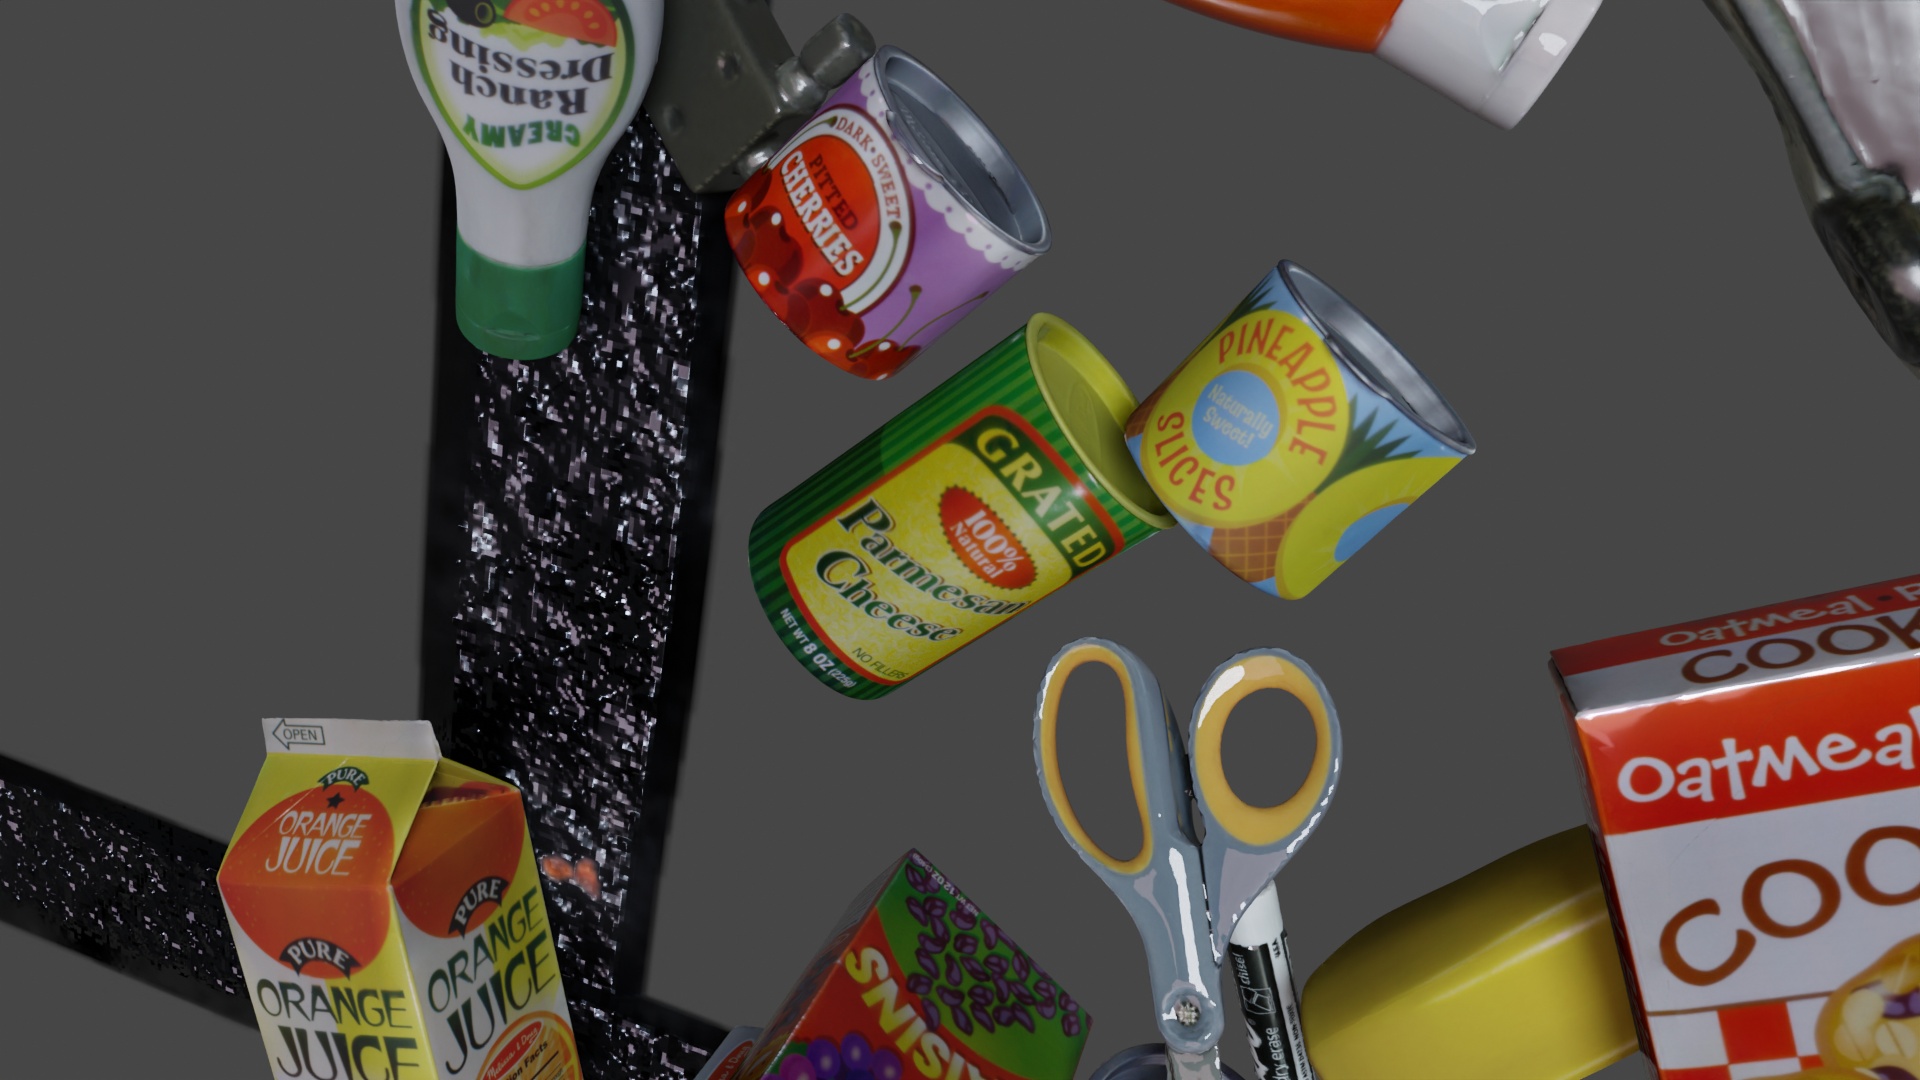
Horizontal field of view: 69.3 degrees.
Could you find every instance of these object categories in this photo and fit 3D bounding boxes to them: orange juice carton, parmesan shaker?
[{"bbox_3d":[-0.196,0.152,0.493,0.072,0.073,0.192,-2,106,19],"label":"orange juice carton"},{"bbox_3d":[0.001,-0.005,0.385,0.103,0.071,0.071,-33,95,24],"label":"parmesan shaker"}]

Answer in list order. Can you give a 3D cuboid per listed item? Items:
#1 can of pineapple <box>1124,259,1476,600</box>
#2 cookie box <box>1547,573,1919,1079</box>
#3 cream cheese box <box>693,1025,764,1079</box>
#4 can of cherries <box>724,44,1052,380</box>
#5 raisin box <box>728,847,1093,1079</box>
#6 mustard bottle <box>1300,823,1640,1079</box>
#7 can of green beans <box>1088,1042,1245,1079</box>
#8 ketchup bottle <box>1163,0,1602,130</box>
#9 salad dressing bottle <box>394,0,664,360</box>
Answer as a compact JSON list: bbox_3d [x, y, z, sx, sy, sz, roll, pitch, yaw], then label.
[{"bbox_3d":[0.083,-0.027,0.348,0.071,0.071,0.057,44,115,1],"label":"can of pineapple"},{"bbox_3d":[0.211,0.092,0.301,0.123,0.040,0.167,-14,102,17],"label":"cookie box"},{"bbox_3d":[-0.071,0.230,0.488,0.024,0.053,0.103,-3,106,21],"label":"cream cheese box"},{"bbox_3d":[-0.020,-0.084,0.363,0.058,0.072,0.071,-36,93,25],"label":"can of cherries"},{"bbox_3d":[-0.016,0.159,0.409,0.086,0.124,0.040,44,114,0],"label":"raisin box"},{"bbox_3d":[0.168,0.105,0.367,0.160,0.065,0.049,-34,91,20],"label":"mustard bottle"},{"bbox_3d":[0.058,0.197,0.421,0.071,0.071,0.057,25,133,9],"label":"can of green beans"},{"bbox_3d":[0.075,-0.149,0.327,0.149,0.044,0.064,32,114,6],"label":"ketchup bottle"},{"bbox_3d":[-0.116,-0.113,0.374,0.064,0.044,0.146,7,140,-14],"label":"salad dressing bottle"}]
